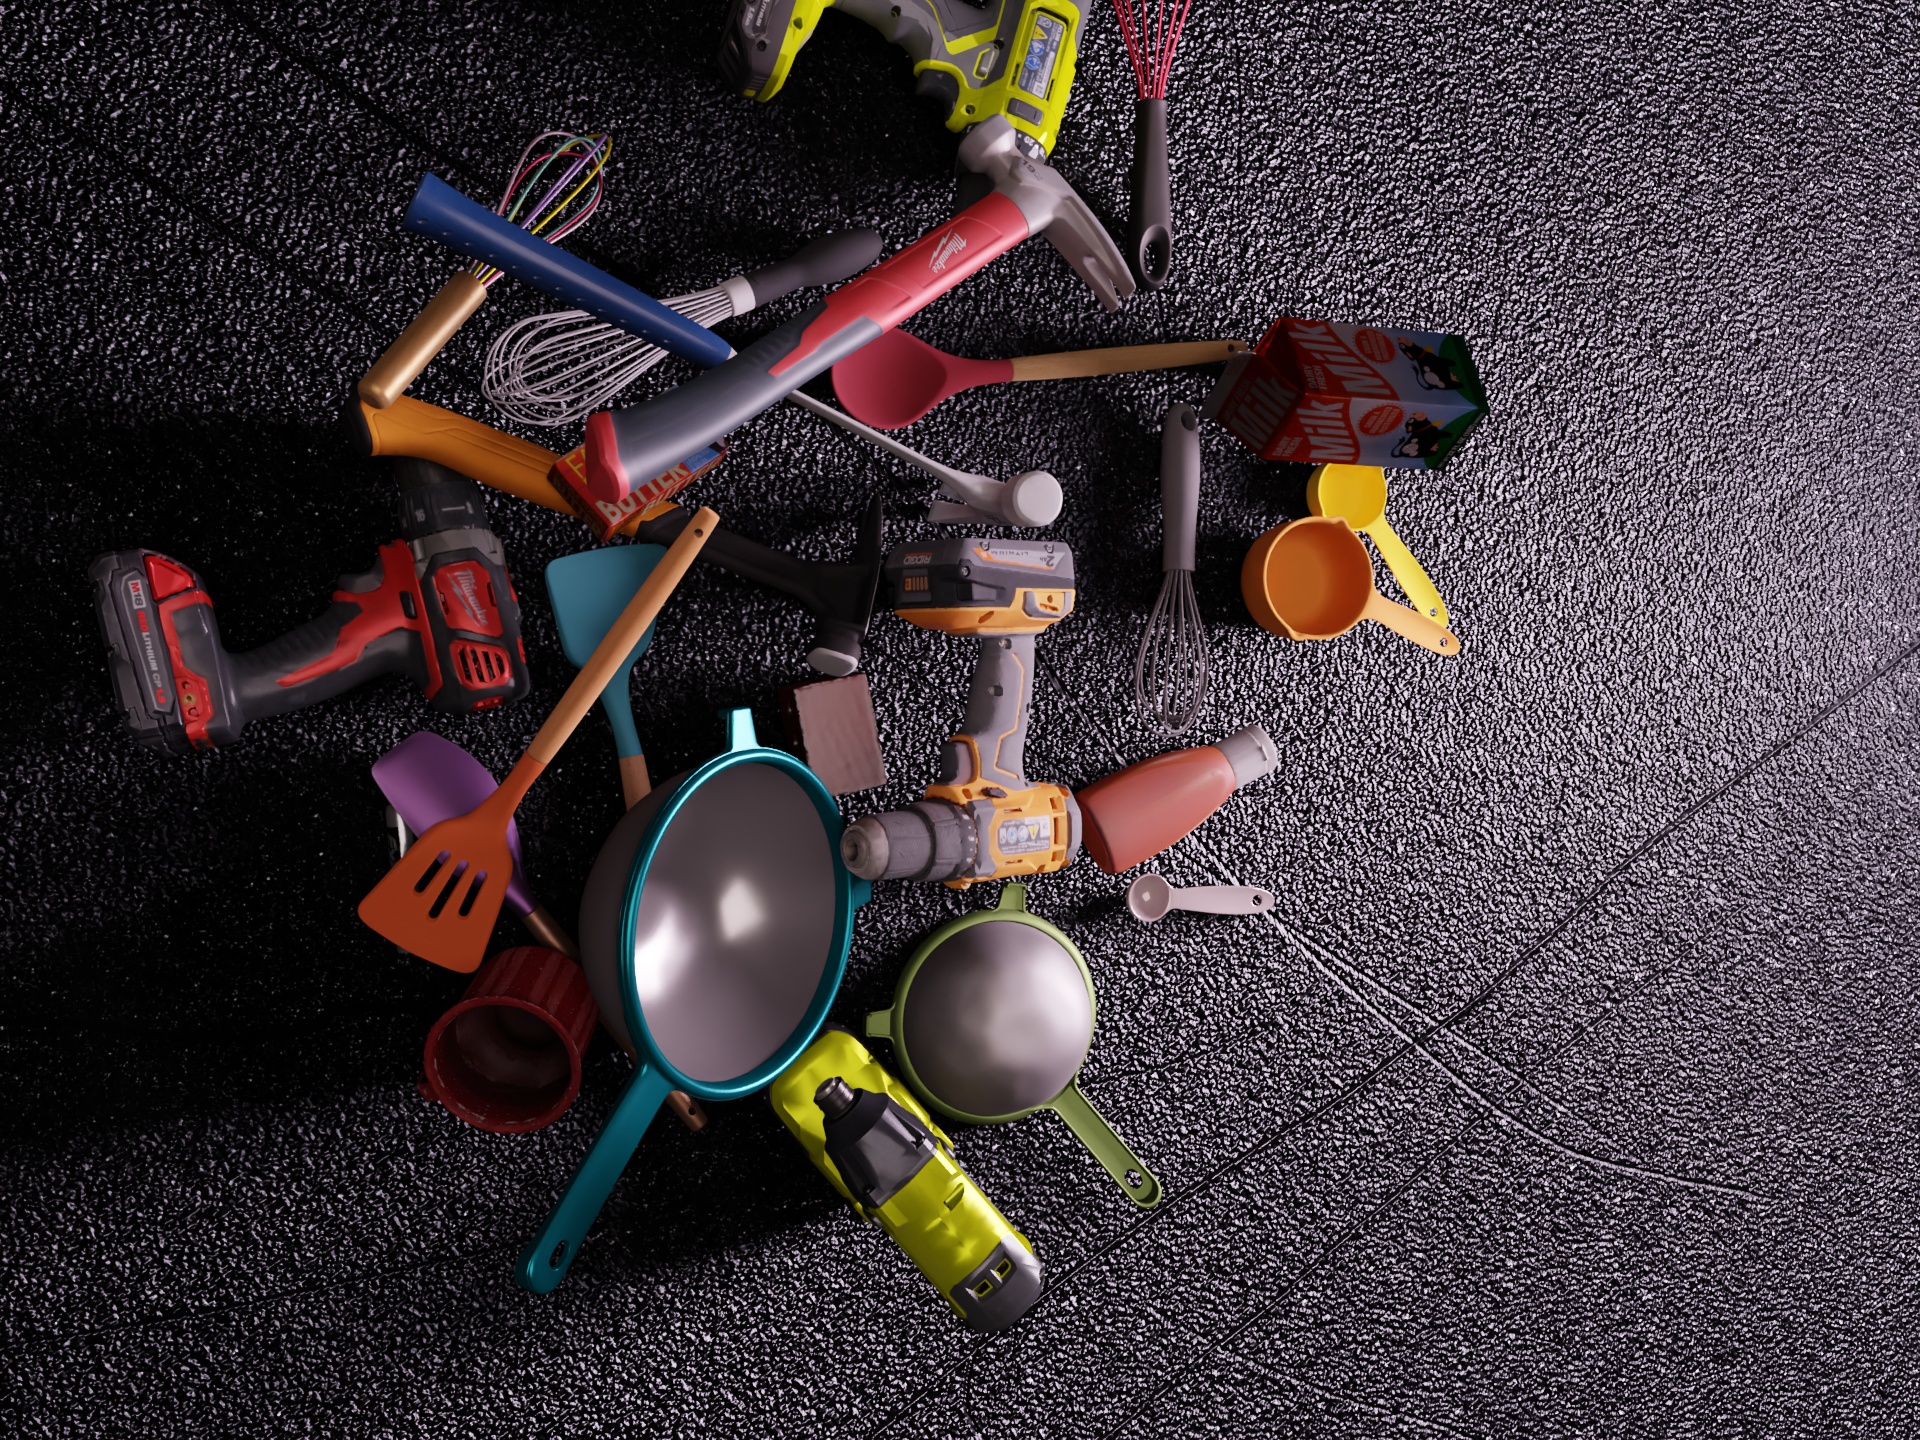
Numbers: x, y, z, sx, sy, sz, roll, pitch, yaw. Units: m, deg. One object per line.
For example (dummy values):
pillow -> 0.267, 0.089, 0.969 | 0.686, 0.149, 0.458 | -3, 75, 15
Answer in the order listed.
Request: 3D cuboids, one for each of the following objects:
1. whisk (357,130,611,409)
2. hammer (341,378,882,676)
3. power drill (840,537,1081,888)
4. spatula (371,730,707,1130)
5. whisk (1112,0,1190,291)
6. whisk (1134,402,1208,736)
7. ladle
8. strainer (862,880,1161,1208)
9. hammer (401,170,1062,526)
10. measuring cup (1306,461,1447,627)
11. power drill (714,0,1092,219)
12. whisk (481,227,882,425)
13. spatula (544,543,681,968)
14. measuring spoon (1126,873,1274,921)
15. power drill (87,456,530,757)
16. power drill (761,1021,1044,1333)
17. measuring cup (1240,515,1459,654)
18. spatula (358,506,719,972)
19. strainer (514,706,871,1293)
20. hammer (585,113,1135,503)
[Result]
whisk -> -0.284, -0.276, 0.959 | 0.047, 0.051, 0.245 | 26, 63, 7
hammer -> -0.206, -0.138, 0.984 | 0.336, 0.034, 0.127 | 20, 62, -20
power drill -> -0.002, -0.003, 1.036 | 0.185, 0.084, 0.226 | -3, 94, -43
spatula -> -0.257, 0.140, 1.014 | 0.060, 0.018, 0.315 | -41, 105, -28
whisk -> 0.134, -0.450, 1.107 | 0.073, 0.073, 0.296 | -2, 98, -17
whisk -> 0.151, -0.108, 1.126 | 0.055, 0.055, 0.239 | 3, 86, -17
ladle -> 0.058, -0.247, 1.103 | 0.315, 0.031, 0.069 | -9, 96, -18
strainer -> 0.064, 0.247, 1.091 | 0.151, 0.069, 0.256 | -42, 100, -12
hammer -> -0.135, -0.212, 0.964 | 0.405, 0.144, 0.035 | 24, 86, -22
measuring cup -> 0.312, -0.129, 1.182 | 0.062, 0.029, 0.156 | -42, 104, -12
power drill -> -0.037, -0.429, 1.045 | 0.228, 0.080, 0.190 | 17, 86, -19
whisk -> -0.171, -0.260, 1.018 | 0.284, 0.070, 0.070 | -27, 99, -19
spatula -> -0.204, 0.048, 1.020 | 0.082, 0.044, 0.317 | -14, 97, -34
measuring spoon -> 0.172, 0.129, 1.154 | 0.124, 0.018, 0.034 | 5, 90, -24
power drill -> -0.384, -0.081, 0.947 | 0.226, 0.080, 0.188 | -13, 88, -20
power drill -> -0.047, 0.265, 0.978 | 0.080, 0.223, 0.171 | -41, 102, -12
measuring cup -> 0.283, -0.085, 1.161 | 0.173, 0.052, 0.095 | 23, 84, -18
spatula -> -0.242, 0.006, 0.961 | 0.081, 0.041, 0.322 | 34, 98, -20
strainer -> -0.188, 0.167, 0.942 | 0.340, 0.095, 0.210 | -62, 140, -31
hammer -> -0.055, -0.222, 0.924 | 0.143, 0.038, 0.386 | 49, 59, -2
